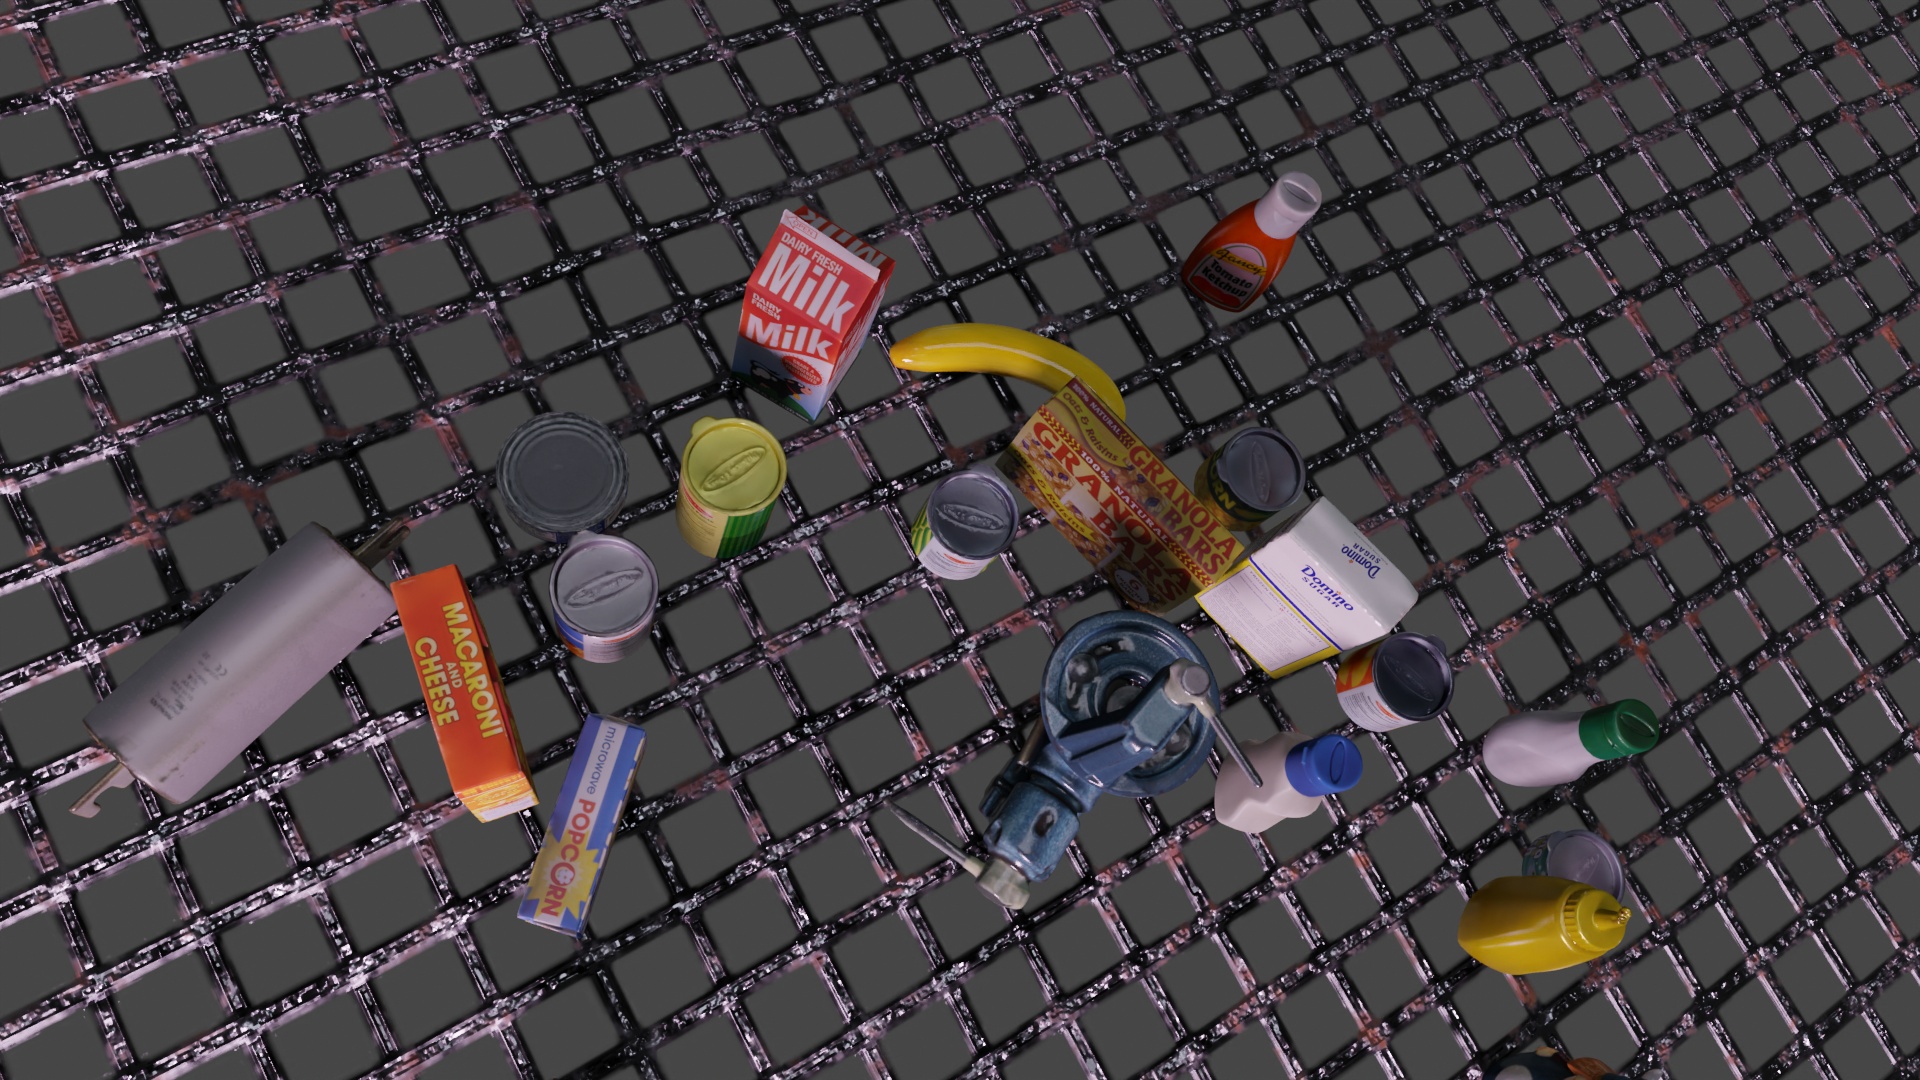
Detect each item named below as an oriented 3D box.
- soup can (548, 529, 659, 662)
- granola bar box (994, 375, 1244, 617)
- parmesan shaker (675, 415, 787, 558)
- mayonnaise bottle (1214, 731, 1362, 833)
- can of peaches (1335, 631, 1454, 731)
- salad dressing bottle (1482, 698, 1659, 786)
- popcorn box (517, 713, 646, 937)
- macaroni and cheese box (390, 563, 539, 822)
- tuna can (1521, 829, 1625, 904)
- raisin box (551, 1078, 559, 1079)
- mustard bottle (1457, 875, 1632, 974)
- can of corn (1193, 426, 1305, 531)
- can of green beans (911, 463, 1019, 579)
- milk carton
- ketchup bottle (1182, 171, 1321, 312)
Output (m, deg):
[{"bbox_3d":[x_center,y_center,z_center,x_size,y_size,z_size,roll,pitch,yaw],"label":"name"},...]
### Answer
[{"bbox_3d":[-0.231,0.037,0.896,0.071,0.083,0.071,4,73,-13],"label":"soup can"},{"bbox_3d":[0.109,-0.026,0.981,0.165,0.123,0.039,46,69,3],"label":"granola bar box"},{"bbox_3d":[-0.156,-0.035,0.927,0.071,0.102,0.071,4,73,-13],"label":"parmesan shaker"},{"bbox_3d":[0.219,0.160,0.938,0.041,0.147,0.065,20,70,-8],"label":"mayonnaise bottle"},{"bbox_3d":[0.322,0.104,1.030,0.071,0.058,0.071,4,73,-13],"label":"can of peaches"},{"bbox_3d":[0.437,0.145,0.999,0.064,0.147,0.044,32,69,-3],"label":"salad dressing bottle"},{"bbox_3d":[-0.230,0.176,0.852,0.038,0.085,0.127,18,70,-8],"label":"popcorn box"},{"bbox_3d":[-0.288,0.095,0.819,0.040,0.166,0.124,-18,79,-18],"label":"macaroni and cheese box"},{"bbox_3d":[0.453,0.248,1.033,0.071,0.032,0.071,4,72,-13],"label":"tuna can"},{"bbox_3d":[-0.217,0.352,0.780,0.040,0.123,0.086,-38,86,-21],"label":"raisin box"},{"bbox_3d":[0.404,0.261,0.947,0.049,0.159,0.065,34,69,-2],"label":"mustard bottle"},{"bbox_3d":[0.215,-0.045,1.049,0.071,0.058,0.071,4,73,-13],"label":"can of corn"},{"bbox_3d":[0.003,-0.010,0.984,0.071,0.057,0.071,4,73,-13],"label":"can of green beans"},{"bbox_3d":[-0.100,-0.156,0.932,0.072,0.190,0.074,32,69,-3],"label":"milk carton"},{"bbox_3d":[0.225,-0.229,1.060,0.065,0.148,0.044,30,69,-4],"label":"ketchup bottle"}]
